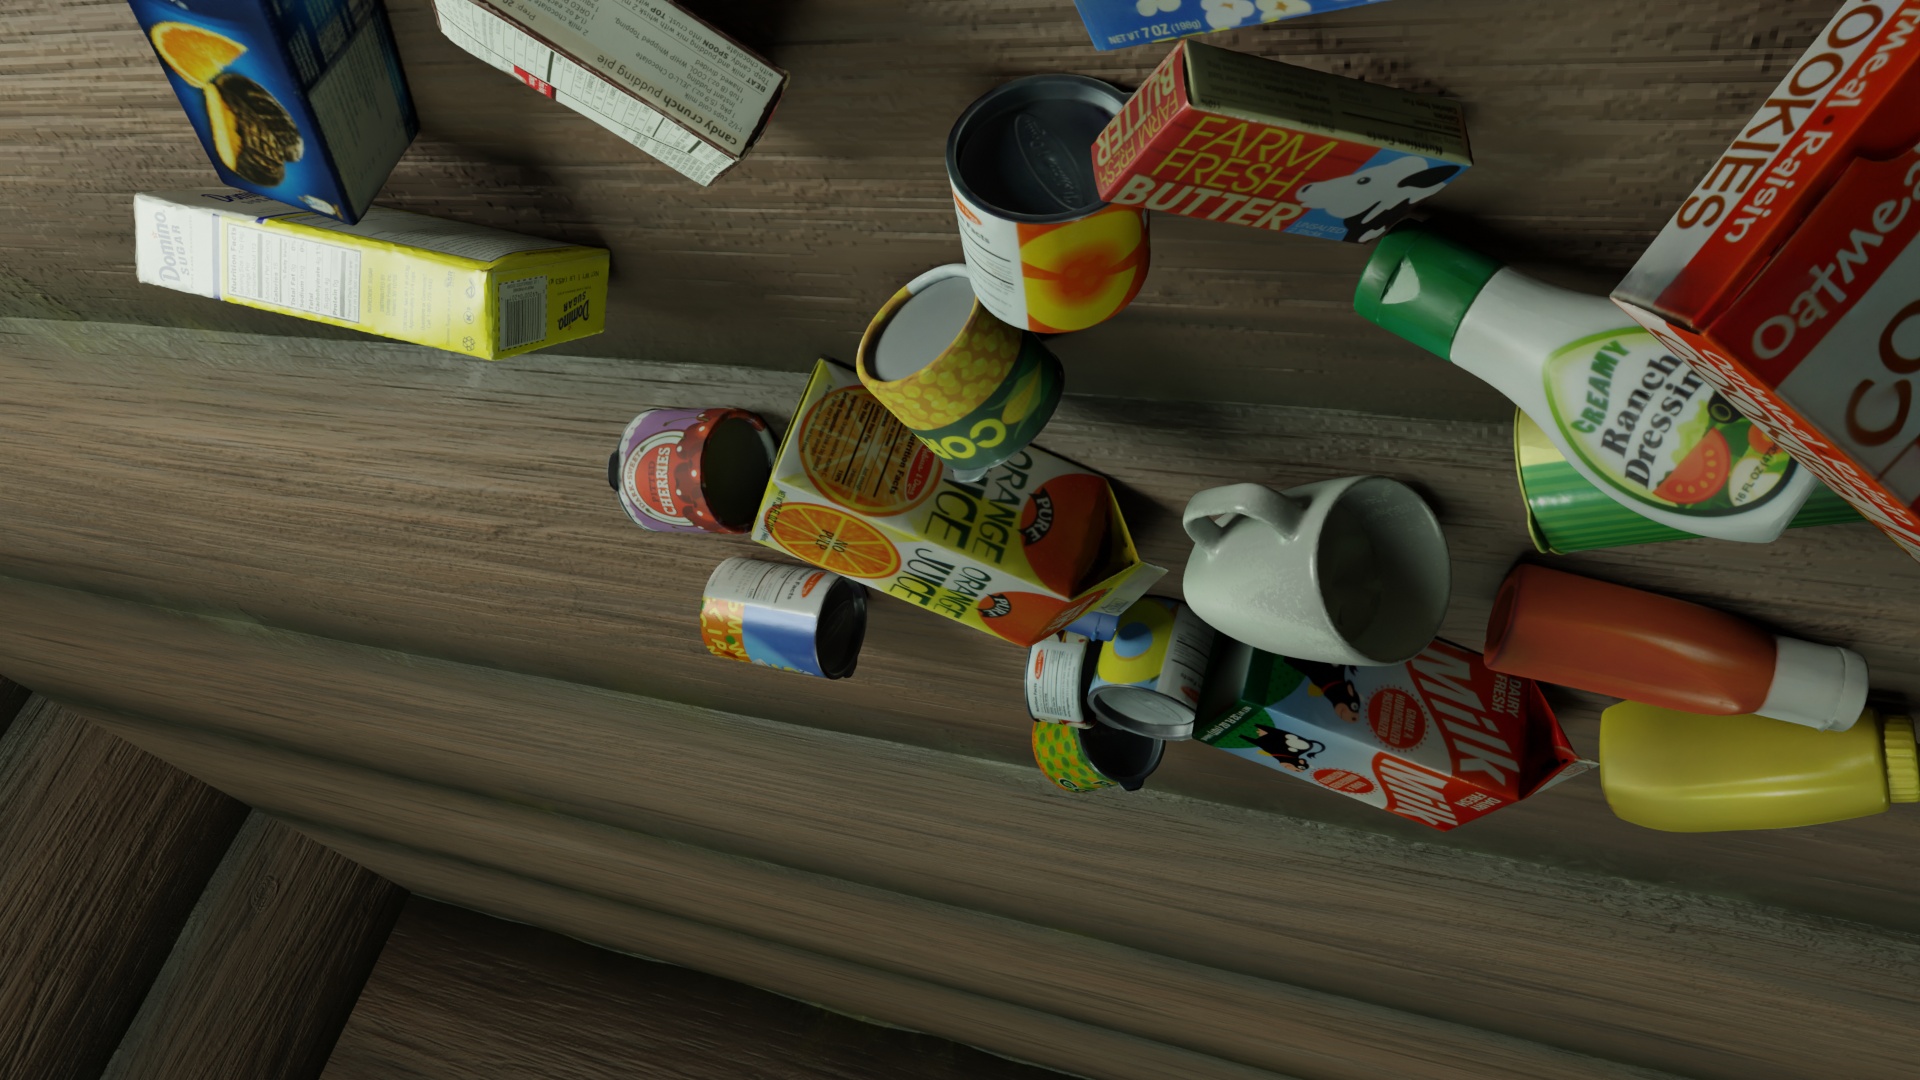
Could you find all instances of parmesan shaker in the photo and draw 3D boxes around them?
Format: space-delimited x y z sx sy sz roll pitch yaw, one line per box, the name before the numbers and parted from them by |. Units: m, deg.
parmesan shaker | 0.253 -0.031 0.474 0.103 0.071 0.071 -8 142 42

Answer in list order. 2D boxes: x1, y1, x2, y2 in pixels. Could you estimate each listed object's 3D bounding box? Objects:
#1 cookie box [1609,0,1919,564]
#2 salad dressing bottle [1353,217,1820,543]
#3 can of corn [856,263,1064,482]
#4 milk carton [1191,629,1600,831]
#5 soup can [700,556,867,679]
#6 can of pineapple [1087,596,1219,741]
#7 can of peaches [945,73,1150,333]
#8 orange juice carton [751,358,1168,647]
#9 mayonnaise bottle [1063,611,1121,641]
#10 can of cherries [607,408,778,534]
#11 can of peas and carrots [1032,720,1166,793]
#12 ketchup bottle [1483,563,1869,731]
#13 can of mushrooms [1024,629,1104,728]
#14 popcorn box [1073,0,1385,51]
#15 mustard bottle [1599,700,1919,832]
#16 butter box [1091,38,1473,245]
cookie box | 0.268 -0.064 0.353 0.167 0.122 0.040 31 -167 -21
salad dressing bottle | 0.197 -0.055 0.440 0.148 0.044 0.064 35 118 27
can of corn | -0.001 -0.069 0.570 0.071 0.071 0.058 -7 143 41
milk carton | 0.228 0.094 0.726 0.191 0.074 0.072 21 153 -4
soup can | -0.110 0.050 0.868 0.084 0.071 0.071 8 151 23
can of pineapple | 0.108 0.072 0.779 0.071 0.058 0.070 15 153 8
can of peaches | 0.034 -0.114 0.470 0.071 0.071 0.057 12 152 14
orange juice carton | 0.002 -0.009 0.679 0.193 0.073 0.071 22 153 -7
mayonnaise bottle | 0.016 0.018 0.758 0.148 0.041 0.064 16 155 4
can of cherries | -0.138 -0.035 0.723 0.058 0.072 0.071 2 149 29
can of peas and carrots | 0.088 0.127 0.884 0.071 0.071 0.058 28 152 -18
ketchup bottle | 0.316 0.051 0.619 0.149 0.044 0.064 13 154 12
can of mushrooms | 0.065 0.074 0.807 0.033 0.071 0.070 6 150 23
popcorn box | 0.080 -0.177 0.349 0.126 0.038 0.085 1 149 31
mustard bottle | 0.390 0.104 0.652 0.160 0.065 0.048 -6 140 34
butter box | 0.097 -0.118 0.422 0.104 0.024 0.053 3 161 -24
